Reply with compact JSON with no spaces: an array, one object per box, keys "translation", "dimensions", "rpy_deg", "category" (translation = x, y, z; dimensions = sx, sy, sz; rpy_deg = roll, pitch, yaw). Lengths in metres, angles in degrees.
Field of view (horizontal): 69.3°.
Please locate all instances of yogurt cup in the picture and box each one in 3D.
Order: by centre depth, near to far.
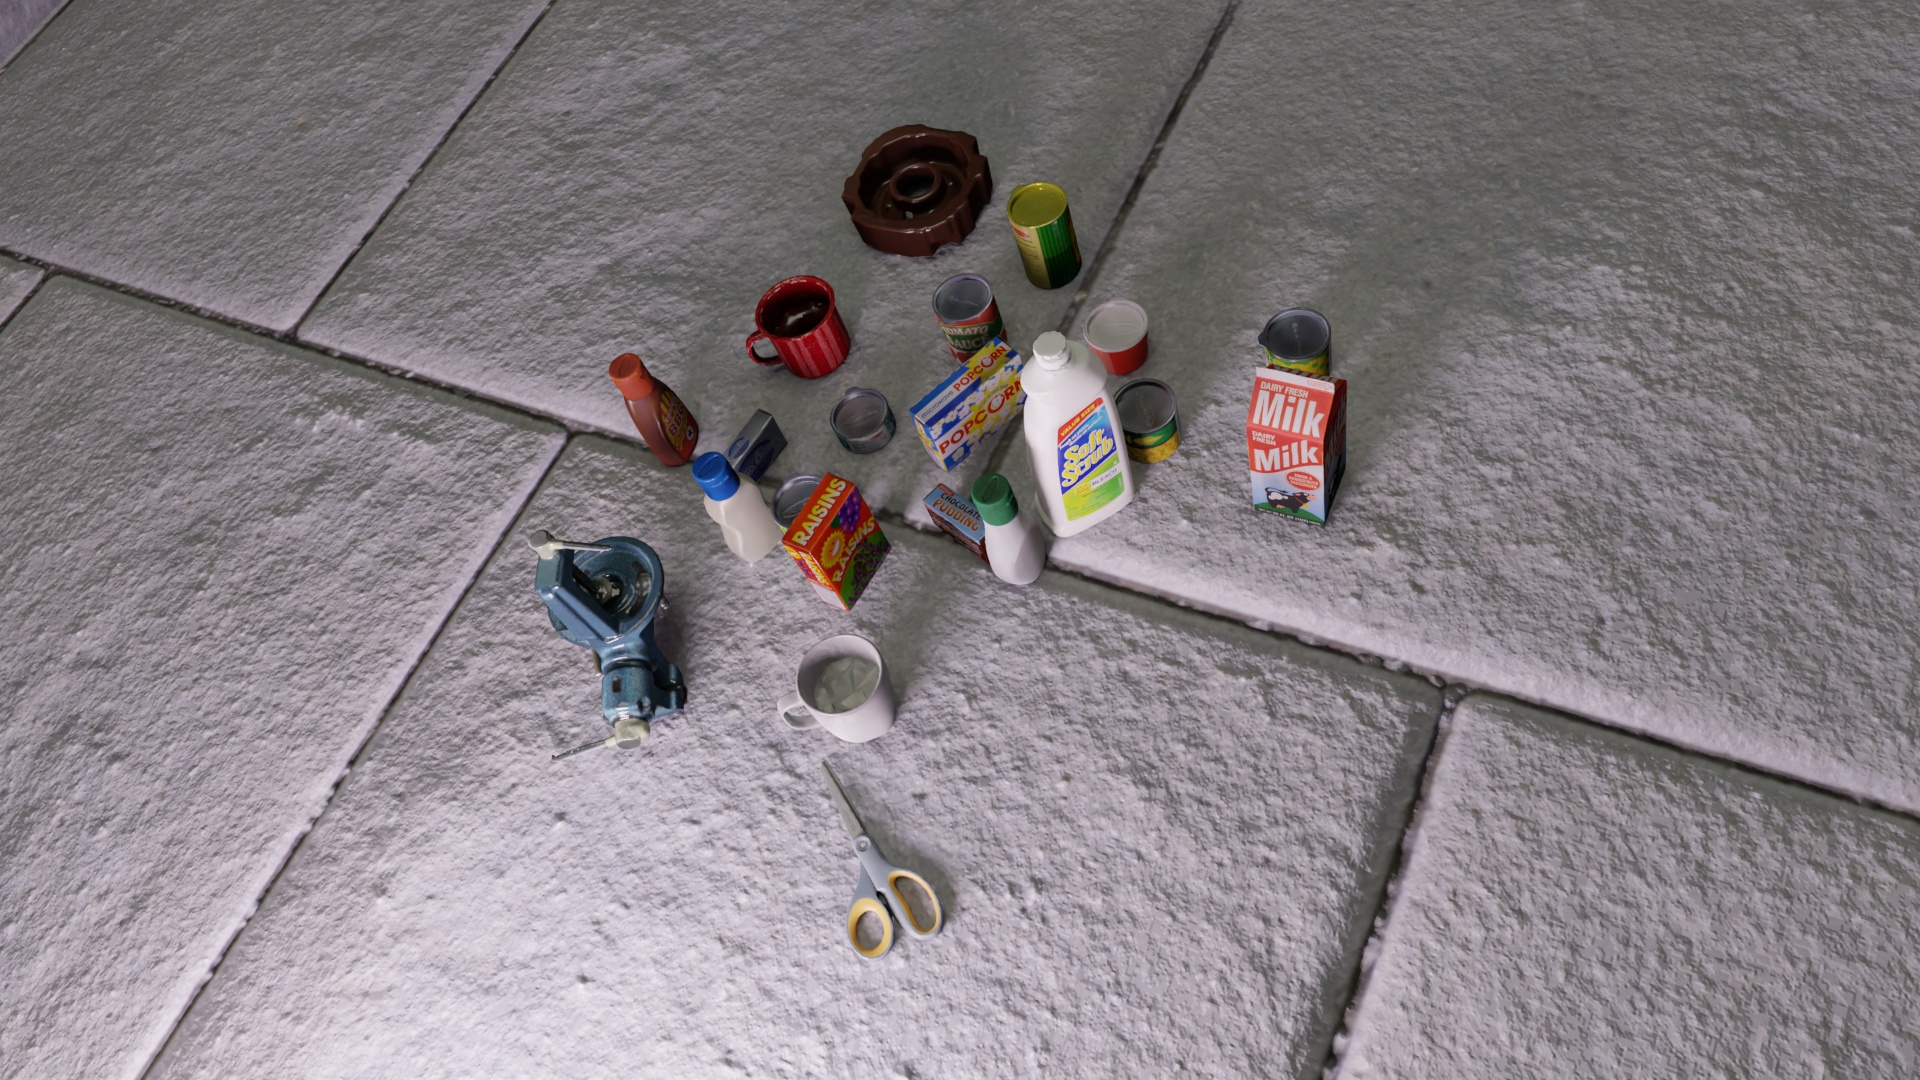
[{"translation":[0.167,-0.212,1.464],"dimensions":[0.072,0.053,0.073],"rpy_deg":[-7,58,12],"category":"yogurt cup"}]

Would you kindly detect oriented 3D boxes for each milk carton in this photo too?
[{"translation":[0.309,-0.096,1.273],"dimensions":[0.072,0.189,0.074],"rpy_deg":[15,65,23],"category":"milk carton"}]

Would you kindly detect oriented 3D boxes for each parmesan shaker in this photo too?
[{"translation":[0.092,-0.337,1.531],"dimensions":[0.071,0.102,0.071],"rpy_deg":[-7,58,12],"category":"parmesan shaker"}]

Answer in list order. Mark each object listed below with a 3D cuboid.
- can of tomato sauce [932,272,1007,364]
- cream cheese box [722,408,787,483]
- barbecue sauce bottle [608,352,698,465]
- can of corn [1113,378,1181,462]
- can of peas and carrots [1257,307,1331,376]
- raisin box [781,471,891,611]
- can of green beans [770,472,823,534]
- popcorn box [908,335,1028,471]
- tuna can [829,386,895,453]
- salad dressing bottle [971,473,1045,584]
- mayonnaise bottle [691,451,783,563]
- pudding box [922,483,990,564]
[{"translation":[0.011,-0.236,1.505],"dimensions":[0.071,0.082,0.071],"rpy_deg":[-7,58,12],"category":"can of tomato sauce"},{"translation":[-0.231,-0.086,1.499],"dimensions":[0.024,0.053,0.104],"rpy_deg":[25,69,27],"category":"cream cheese box"},{"translation":[-0.333,-0.145,1.507],"dimensions":[0.043,0.148,0.065],"rpy_deg":[1,60,16],"category":"barbecue sauce bottle"},{"translation":[0.185,-0.119,1.401],"dimensions":[0.071,0.058,0.071],"rpy_deg":[-7,58,12],"category":"can of corn"},{"translation":[0.338,-0.191,1.401],"dimensions":[0.071,0.058,0.071],"rpy_deg":[-7,58,12],"category":"can of peas and carrots"},{"translation":[-0.121,0.003,1.373],"dimensions":[0.040,0.123,0.086],"rpy_deg":[23,68,26],"category":"raisin box"},{"translation":[-0.156,-0.026,1.440],"dimensions":[0.071,0.057,0.071],"rpy_deg":[-7,58,12],"category":"can of green beans"},{"translation":[0.012,-0.141,1.446],"dimensions":[0.127,0.085,0.038],"rpy_deg":[-41,58,-10],"category":"popcorn box"},{"translation":[-0.106,-0.131,1.504],"dimensions":[0.071,0.032,0.071],"rpy_deg":[-7,58,12],"category":"tuna can"},{"translation":[0.045,-0.011,1.321],"dimensions":[0.044,0.147,0.064],"rpy_deg":[17,66,24],"category":"salad dressing bottle"},{"translation":[-0.228,-0.037,1.412],"dimensions":[0.041,0.147,0.065],"rpy_deg":[32,73,29],"category":"mayonnaise bottle"},{"translation":[0.005,-0.017,1.394],"dimensions":[0.084,0.049,0.030],"rpy_deg":[37,75,30],"category":"pudding box"}]
